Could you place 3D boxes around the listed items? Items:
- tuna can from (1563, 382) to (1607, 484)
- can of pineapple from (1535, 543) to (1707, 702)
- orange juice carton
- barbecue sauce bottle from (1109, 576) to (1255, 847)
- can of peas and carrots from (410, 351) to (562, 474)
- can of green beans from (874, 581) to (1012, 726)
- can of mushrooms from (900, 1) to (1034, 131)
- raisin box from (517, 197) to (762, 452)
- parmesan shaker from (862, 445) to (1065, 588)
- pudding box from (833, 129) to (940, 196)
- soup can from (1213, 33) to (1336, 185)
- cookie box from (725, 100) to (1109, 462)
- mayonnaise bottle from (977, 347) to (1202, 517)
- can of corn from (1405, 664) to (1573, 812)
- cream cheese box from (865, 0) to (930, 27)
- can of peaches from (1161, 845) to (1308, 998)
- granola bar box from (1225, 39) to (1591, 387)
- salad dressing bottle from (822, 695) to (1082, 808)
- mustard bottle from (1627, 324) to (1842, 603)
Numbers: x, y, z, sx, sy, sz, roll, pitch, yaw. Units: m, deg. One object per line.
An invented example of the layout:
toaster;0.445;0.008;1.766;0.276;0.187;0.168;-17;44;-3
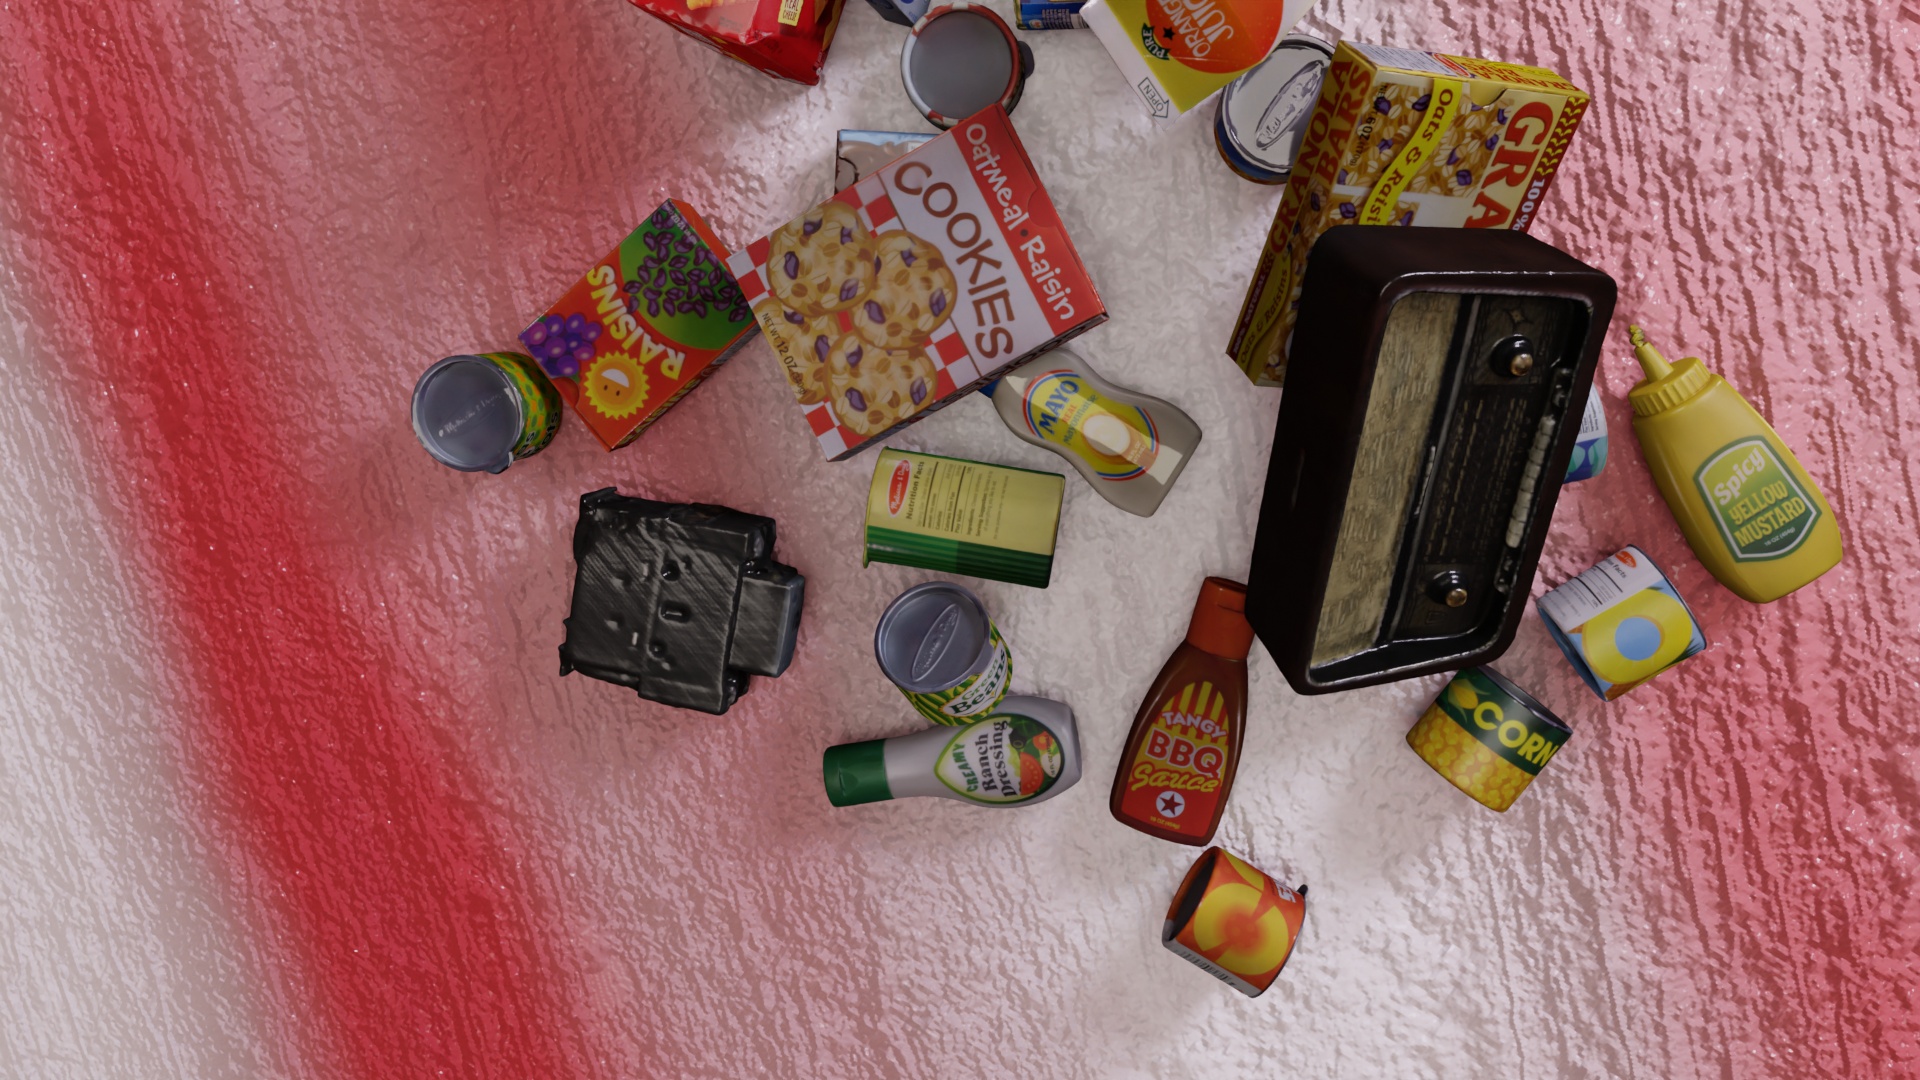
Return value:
tuna can;0.310;-0.060;0.731;0.033;0.071;0.071;-13;97;5
can of pineapple;0.352;0.046;0.741;0.058;0.071;0.071;-33;94;12
orange juice carton;0.136;-0.288;0.667;0.193;0.073;0.071;-49;116;-13
barbecue sauce bottle;0.134;0.095;0.788;0.065;0.044;0.148;17;100;6
can of peas and carrots;-0.272;-0.074;0.806;0.071;0.059;0.070;1;100;7
can of green beans;-0.008;0.065;0.781;0.071;0.057;0.071;-7;62;13
can of mushrooms;0.004;-0.257;0.755;0.071;0.033;0.071;1;98;8
raisin box;-0.178;-0.122;0.796;0.123;0.040;0.086;-38;93;12
parmesan shaker;0.003;-0.010;0.776;0.103;0.071;0.071;10;100;5
pudding box;-0.026;-0.200;0.769;0.084;0.030;0.049;4;101;7
soup can;0.167;-0.217;0.714;0.071;0.084;0.071;1;100;7
cookie box;-0.022;-0.134;0.736;0.167;0.040;0.123;-27;89;12
mayonnaise bottle;0.057;-0.074;0.772;0.148;0.041;0.064;32;102;2
can of corn;0.287;0.107;0.756;0.071;0.071;0.058;35;103;1
cream cheese box;-0.035;-0.304;0.716;0.024;0.104;0.053;21;100;10
can of peaches;0.156;0.215;0.793;0.058;0.071;0.071;29;102;3
granola bar box;0.217;-0.152;0.684;0.124;0.039;0.164;-1;127;-21
salad dressing bottle;-0.005;0.128;0.811;0.147;0.044;0.064;-10;95;9
mustard bottle;0.394;-0.045;0.730;0.065;0.049;0.160;-35;93;10
